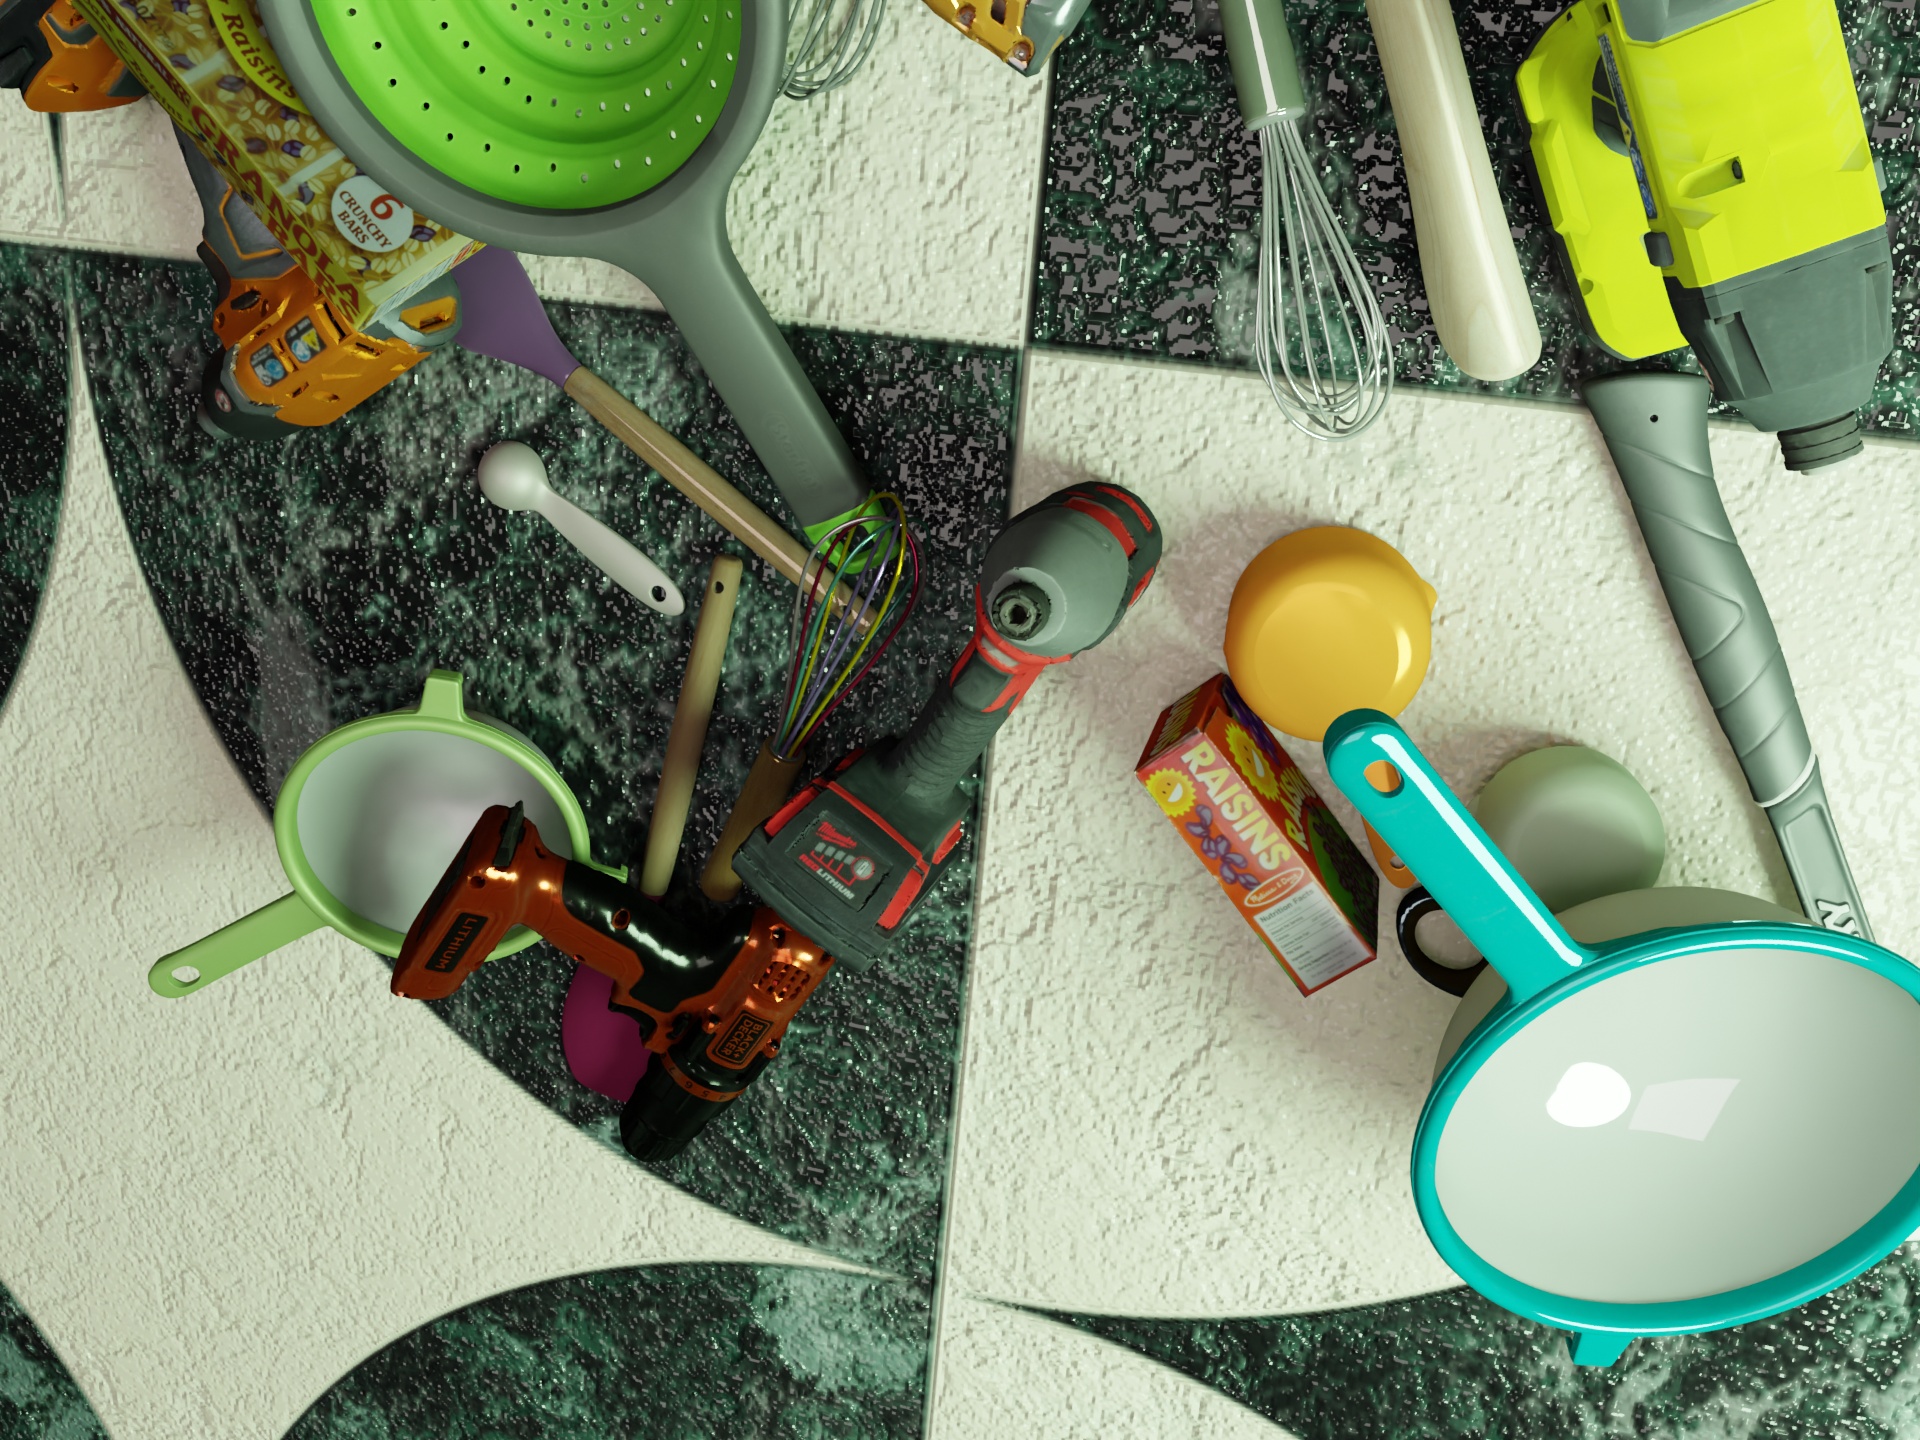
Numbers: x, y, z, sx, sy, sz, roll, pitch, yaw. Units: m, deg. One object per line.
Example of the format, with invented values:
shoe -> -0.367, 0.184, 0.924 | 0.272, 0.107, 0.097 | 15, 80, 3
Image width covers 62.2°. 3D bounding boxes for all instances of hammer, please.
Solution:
hammer -> 0.346, 0.043, 0.665 | 0.149, 0.036, 0.409 | -22, 100, 21
hammer -> 0.132, -0.287, 0.514 | 0.038, 0.146, 0.410 | -29, 123, 2

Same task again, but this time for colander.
colander -> -0.126, -0.238, 0.670 | 0.204, 0.095, 0.396 | -19, 123, 20

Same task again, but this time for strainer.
strainer -> -0.306, 0.069, 0.816 | 0.256, 0.069, 0.151 | -26, 120, 13
strainer -> 0.237, 0.099, 0.618 | 0.211, 0.095, 0.340 | -36, 112, 19

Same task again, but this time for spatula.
spatula -> -0.161, -0.147, 0.749 | 0.316, 0.018, 0.059 | 40, 112, 1

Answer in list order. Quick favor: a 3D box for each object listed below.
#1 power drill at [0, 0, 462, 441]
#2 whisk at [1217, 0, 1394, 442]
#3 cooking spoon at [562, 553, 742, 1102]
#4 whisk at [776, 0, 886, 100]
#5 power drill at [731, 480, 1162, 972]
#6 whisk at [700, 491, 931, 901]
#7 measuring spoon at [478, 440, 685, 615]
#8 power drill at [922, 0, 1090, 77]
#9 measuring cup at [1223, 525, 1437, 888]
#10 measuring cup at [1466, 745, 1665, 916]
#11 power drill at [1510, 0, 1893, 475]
power drill -> -0.347, -0.242, 0.733 | 0.164, 0.084, 0.226 | -22, 104, 32
whisk -> 0.128, -0.233, 0.635 | 0.059, 0.058, 0.246 | -18, 101, -16
cooking spoon -> -0.153, 0.064, 0.813 | 0.069, 0.017, 0.318 | 20, 111, 7
whisk -> -0.031, -0.364, 0.632 | 0.055, 0.055, 0.239 | 24, 108, 6
power drill -> -0.001, -0.002, 0.686 | 0.078, 0.143, 0.219 | 39, 115, 3
whisk -> -0.074, -0.005, 0.749 | 0.047, 0.051, 0.244 | 42, 125, 19
measuring spoon -> -0.185, -0.090, 0.773 | 0.124, 0.018, 0.034 | 38, 112, 0
power drill -> 0.012, -0.381, 0.572 | 0.185, 0.084, 0.226 | 32, 105, -8
measuring cup -> 0.170, 0.004, 0.688 | 0.095, 0.052, 0.173 | -15, 104, 19
measuring cup -> 0.248, 0.094, 0.684 | 0.083, 0.038, 0.167 | 15, 102, 4
power drill -> 0.241, -0.175, 0.521 | 0.080, 0.223, 0.171 | -17, 102, 19
